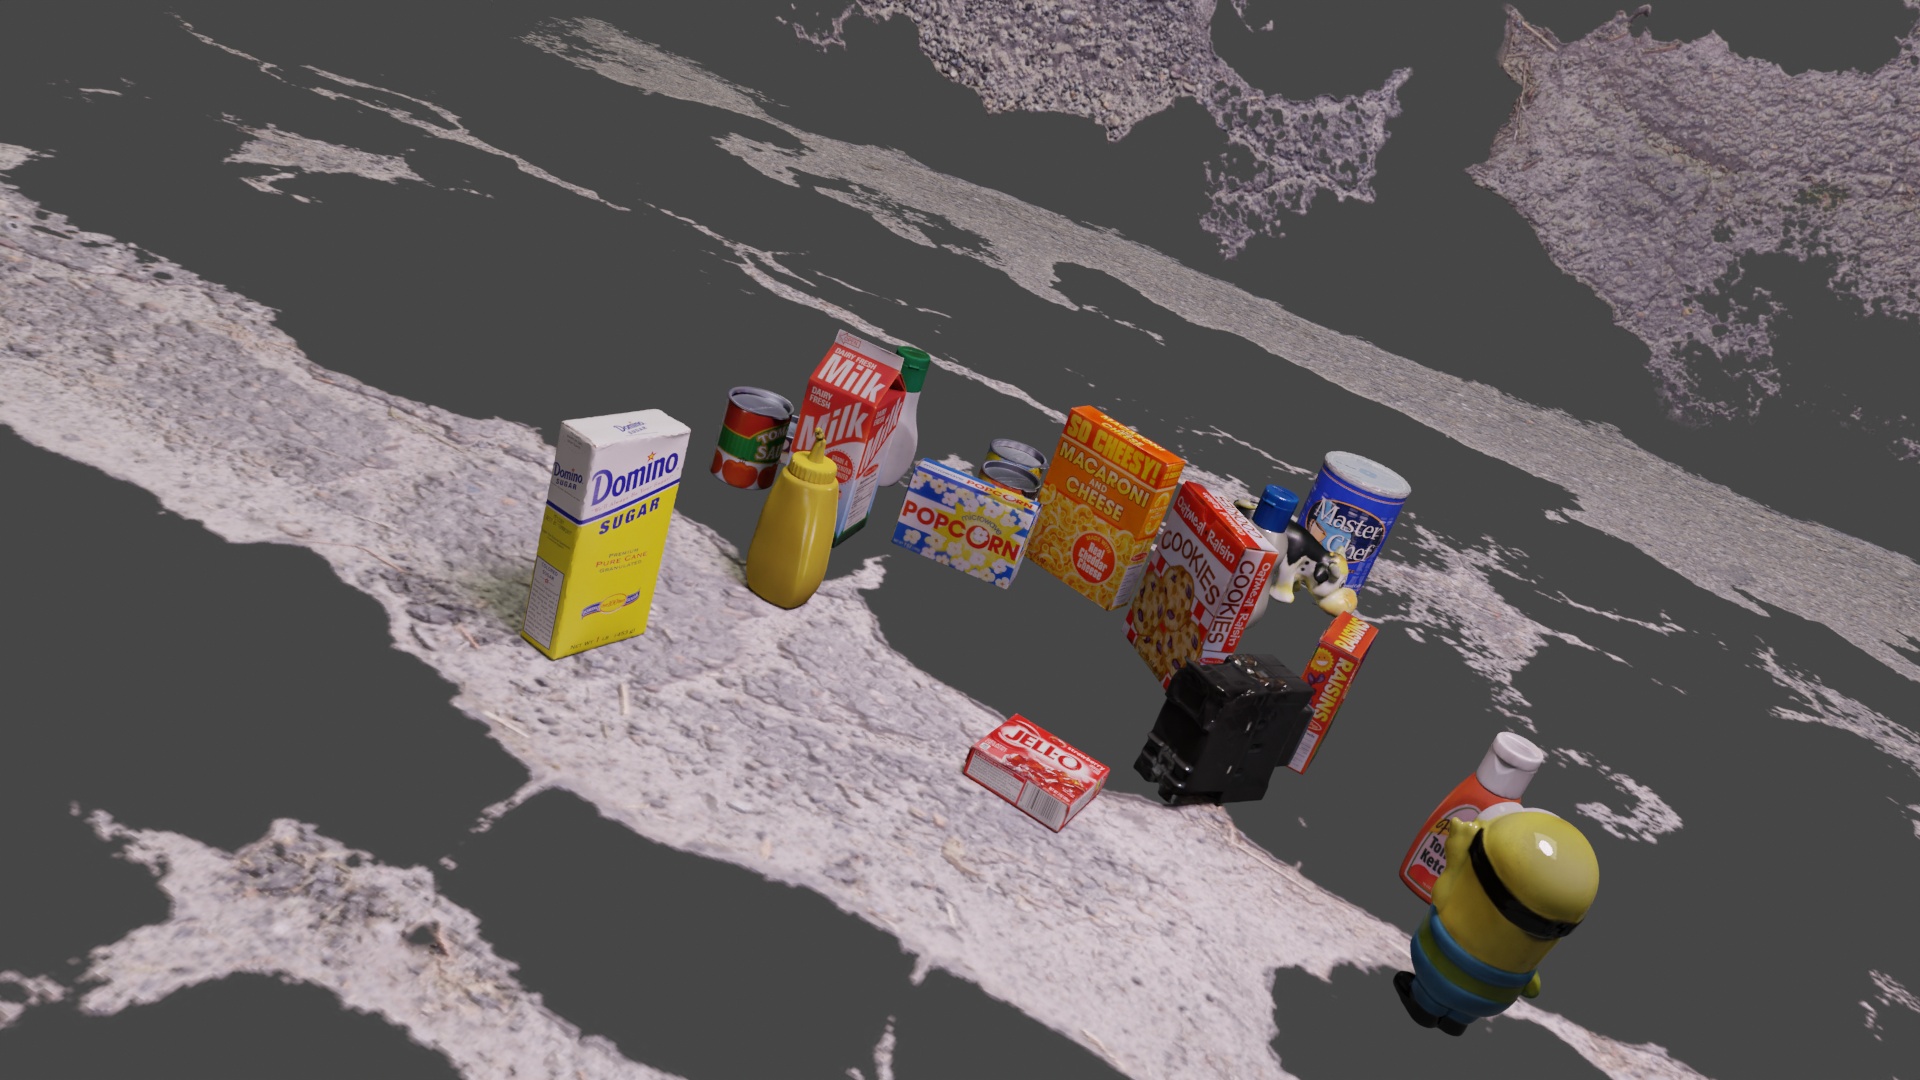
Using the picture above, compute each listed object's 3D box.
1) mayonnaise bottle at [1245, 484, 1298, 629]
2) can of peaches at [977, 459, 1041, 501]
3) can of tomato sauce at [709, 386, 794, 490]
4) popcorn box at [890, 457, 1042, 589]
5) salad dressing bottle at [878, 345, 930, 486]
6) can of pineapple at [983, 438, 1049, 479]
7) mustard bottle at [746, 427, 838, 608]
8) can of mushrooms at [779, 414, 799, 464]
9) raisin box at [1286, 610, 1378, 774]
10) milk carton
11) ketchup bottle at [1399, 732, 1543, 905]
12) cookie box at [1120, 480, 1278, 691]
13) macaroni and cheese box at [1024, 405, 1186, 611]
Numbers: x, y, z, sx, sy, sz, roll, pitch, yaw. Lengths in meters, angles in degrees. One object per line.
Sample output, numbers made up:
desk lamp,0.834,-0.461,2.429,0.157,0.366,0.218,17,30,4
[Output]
mayonnaise bottle,0.302,0.015,1.423,0.065,0.147,0.041,35,28,32
can of peaches,0.046,-0.044,1.469,0.071,0.057,0.071,16,24,-7
can of tomato sauce,-0.205,-0.100,1.370,0.071,0.082,0.071,16,24,-7
popcorn box,0.005,-0.017,1.349,0.127,0.085,0.038,22,24,6
salad dressing bottle,-0.069,-0.130,1.456,0.064,0.147,0.044,12,25,-15
can of pineapple,0.056,-0.071,1.534,0.071,0.057,0.071,16,24,-7
mustard bottle,-0.134,-0.022,1.167,0.065,0.159,0.049,29,25,20
can of mushrooms,-0.184,-0.107,1.461,0.071,0.033,0.071,16,24,-7
raisin box,0.317,0.133,1.219,0.040,0.122,0.086,28,25,19
milk carton,-0.109,-0.098,1.307,0.072,0.189,0.074,25,24,13
ketchup bottle,0.398,0.217,1.070,0.065,0.148,0.044,36,29,33
cookie box,0.214,0.048,1.267,0.040,0.166,0.123,8,26,-25
macaroni and cheese box,0.138,-0.033,1.383,0.124,0.165,0.040,34,28,30
